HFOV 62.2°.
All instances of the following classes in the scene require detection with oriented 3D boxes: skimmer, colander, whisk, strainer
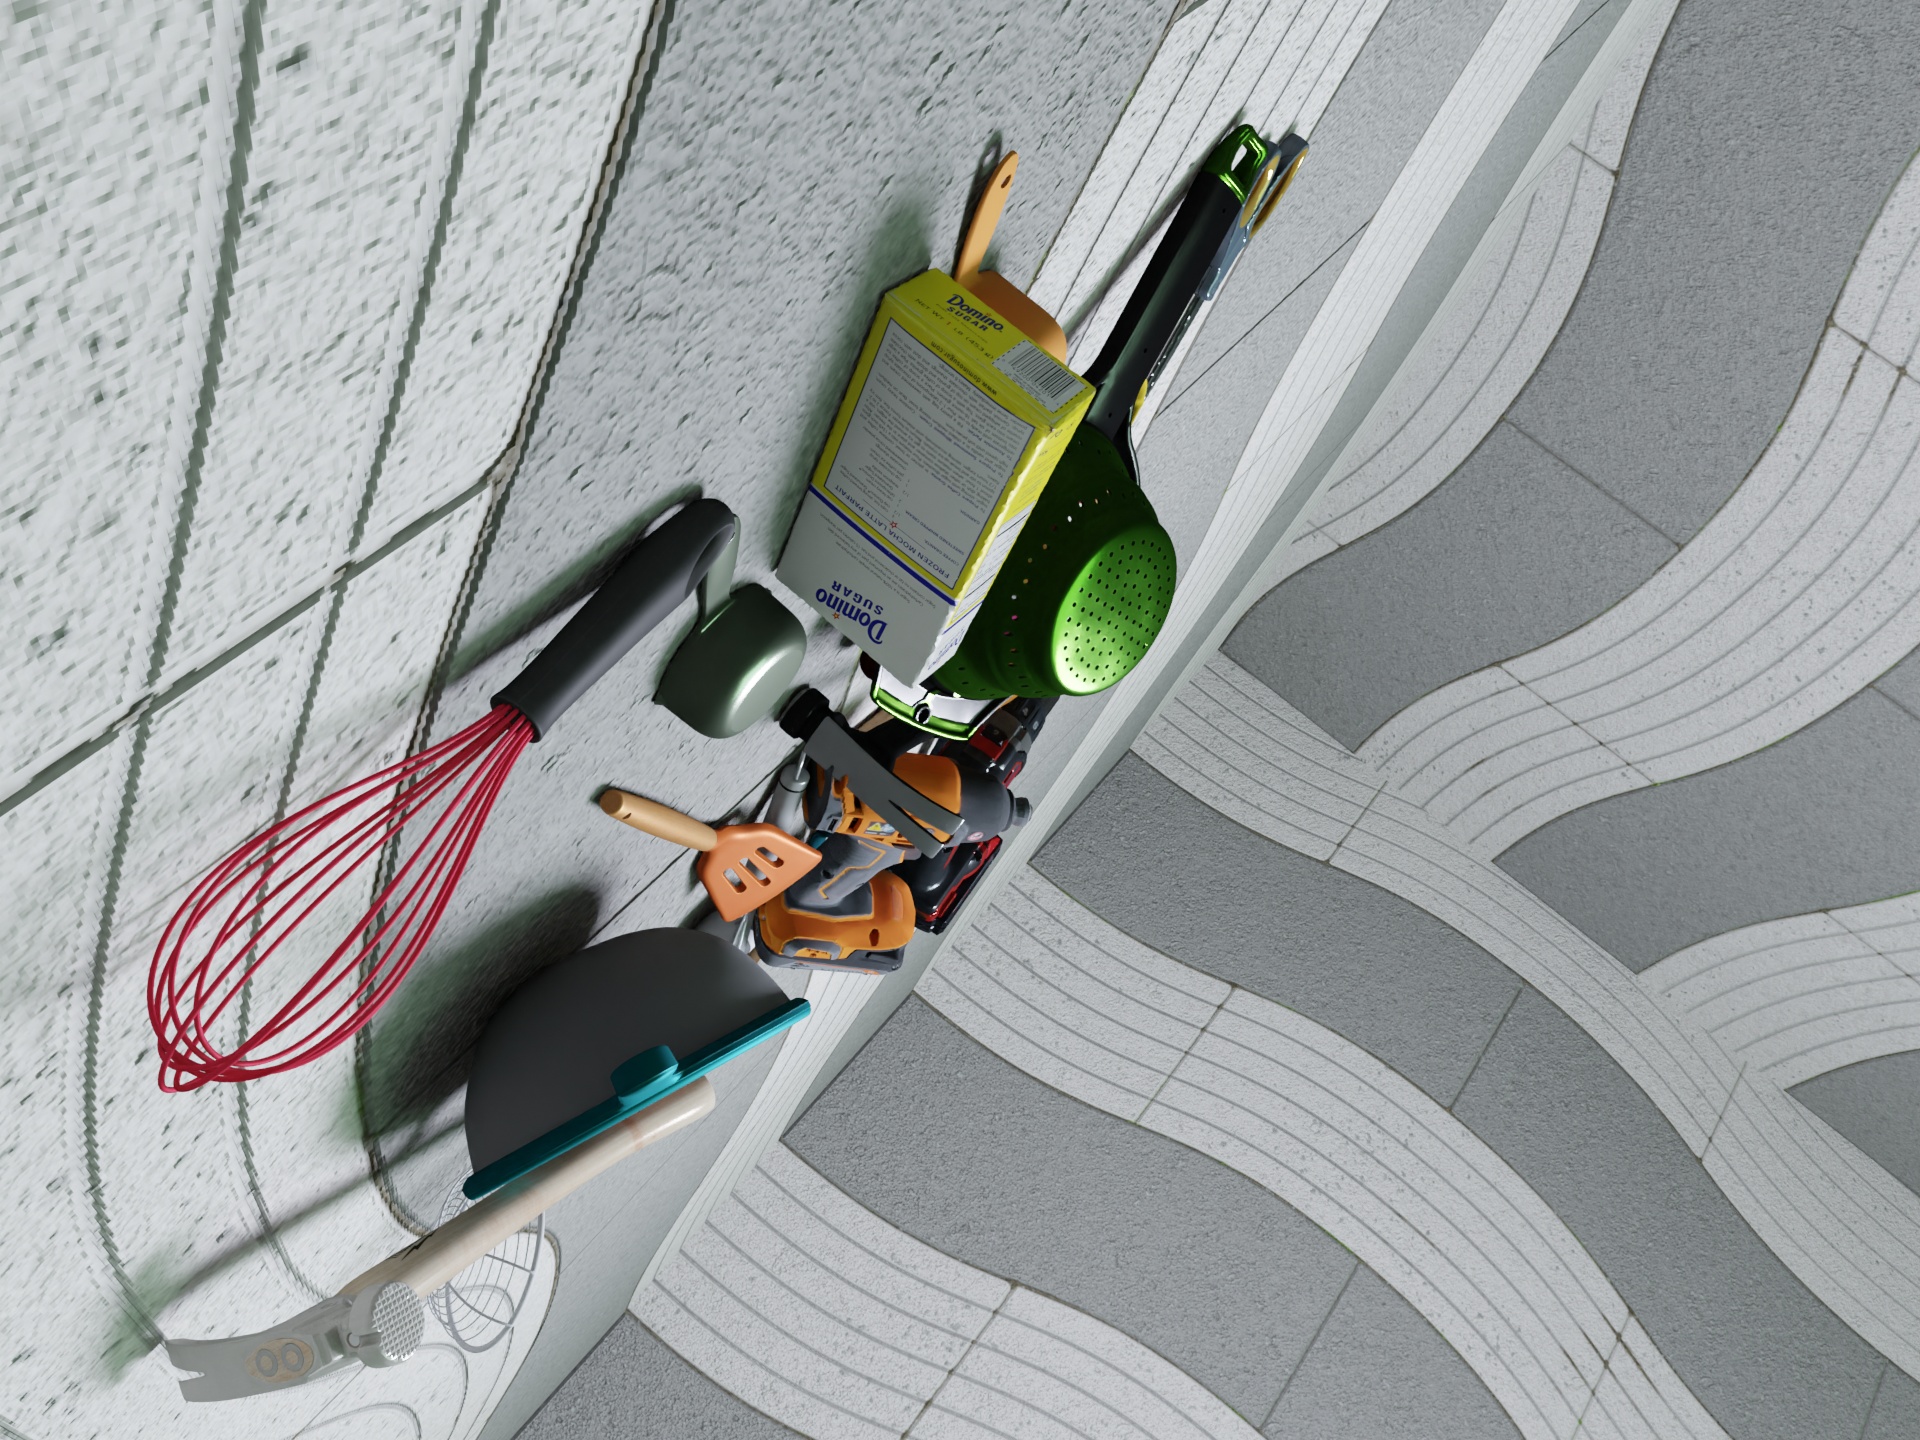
[{"bbox_3d":[-0.249,0.288,1.159,0.127,0.090,0.363,-22,-164,43],"label":"skimmer"},{"bbox_3d":[0.097,-0.151,0.912,0.204,0.095,0.397,23,97,-53],"label":"colander"},{"bbox_3d":[-0.172,0.013,0.568,0.296,0.073,0.073,-53,173,-33],"label":"whisk"},{"bbox_3d":[-0.184,0.159,0.832,0.211,0.095,0.340,-27,172,-17],"label":"strainer"},{"bbox_3d":[-0.149,0.114,1.122,0.087,0.050,0.258,-72,-174,-54],"label":"strainer"}]

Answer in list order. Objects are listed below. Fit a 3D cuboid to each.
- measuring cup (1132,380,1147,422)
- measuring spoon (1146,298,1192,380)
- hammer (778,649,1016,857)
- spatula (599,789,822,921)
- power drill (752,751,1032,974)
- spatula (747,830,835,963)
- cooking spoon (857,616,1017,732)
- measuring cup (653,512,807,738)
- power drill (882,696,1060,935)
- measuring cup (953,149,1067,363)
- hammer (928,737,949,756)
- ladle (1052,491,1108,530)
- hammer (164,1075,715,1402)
[{"bbox_3d":[0.109,-0.245,1.021,0.062,0.029,0.156,-40,154,-49],"label":"measuring cup"},{"bbox_3d":[0.128,-0.252,1.105,0.034,0.018,0.124,-18,140,-61],"label":"measuring spoon"},{"bbox_3d":[-0.002,-0.004,1.100,0.034,0.127,0.337,-53,172,23],"label":"hammer"},{"bbox_3d":[-0.152,0.075,0.940,0.081,0.041,0.322,-34,169,-1],"label":"spatula"},{"bbox_3d":[-0.055,0.103,1.170,0.226,0.164,0.084,121,-30,-47],"label":"power drill"},{"bbox_3d":[-0.137,0.157,1.325,0.317,0.044,0.082,-55,175,29],"label":"spatula"},{"bbox_3d":[0.005,-0.053,1.263,0.319,0.017,0.068,-40,146,-46],"label":"cooking spoon"},{"bbox_3d":[-0.100,-0.042,0.732,0.083,0.038,0.167,-47,172,-23],"label":"measuring cup"},{"bbox_3d":[0.009,0.060,1.326,0.188,0.080,0.226,-52,171,-34],"label":"power drill"},{"bbox_3d":[0.019,-0.180,0.719,0.095,0.052,0.173,-46,172,-27],"label":"measuring cup"},{"bbox_3d":[-0.019,0.047,1.482,0.143,0.038,0.386,-45,169,-40],"label":"hammer"},{"bbox_3d":[0.107,-0.178,1.241,0.069,0.031,0.315,-62,170,14],"label":"ladle"},{"bbox_3d":[-0.271,0.289,0.954,0.146,0.038,0.410,-18,179,19],"label":"hammer"}]
